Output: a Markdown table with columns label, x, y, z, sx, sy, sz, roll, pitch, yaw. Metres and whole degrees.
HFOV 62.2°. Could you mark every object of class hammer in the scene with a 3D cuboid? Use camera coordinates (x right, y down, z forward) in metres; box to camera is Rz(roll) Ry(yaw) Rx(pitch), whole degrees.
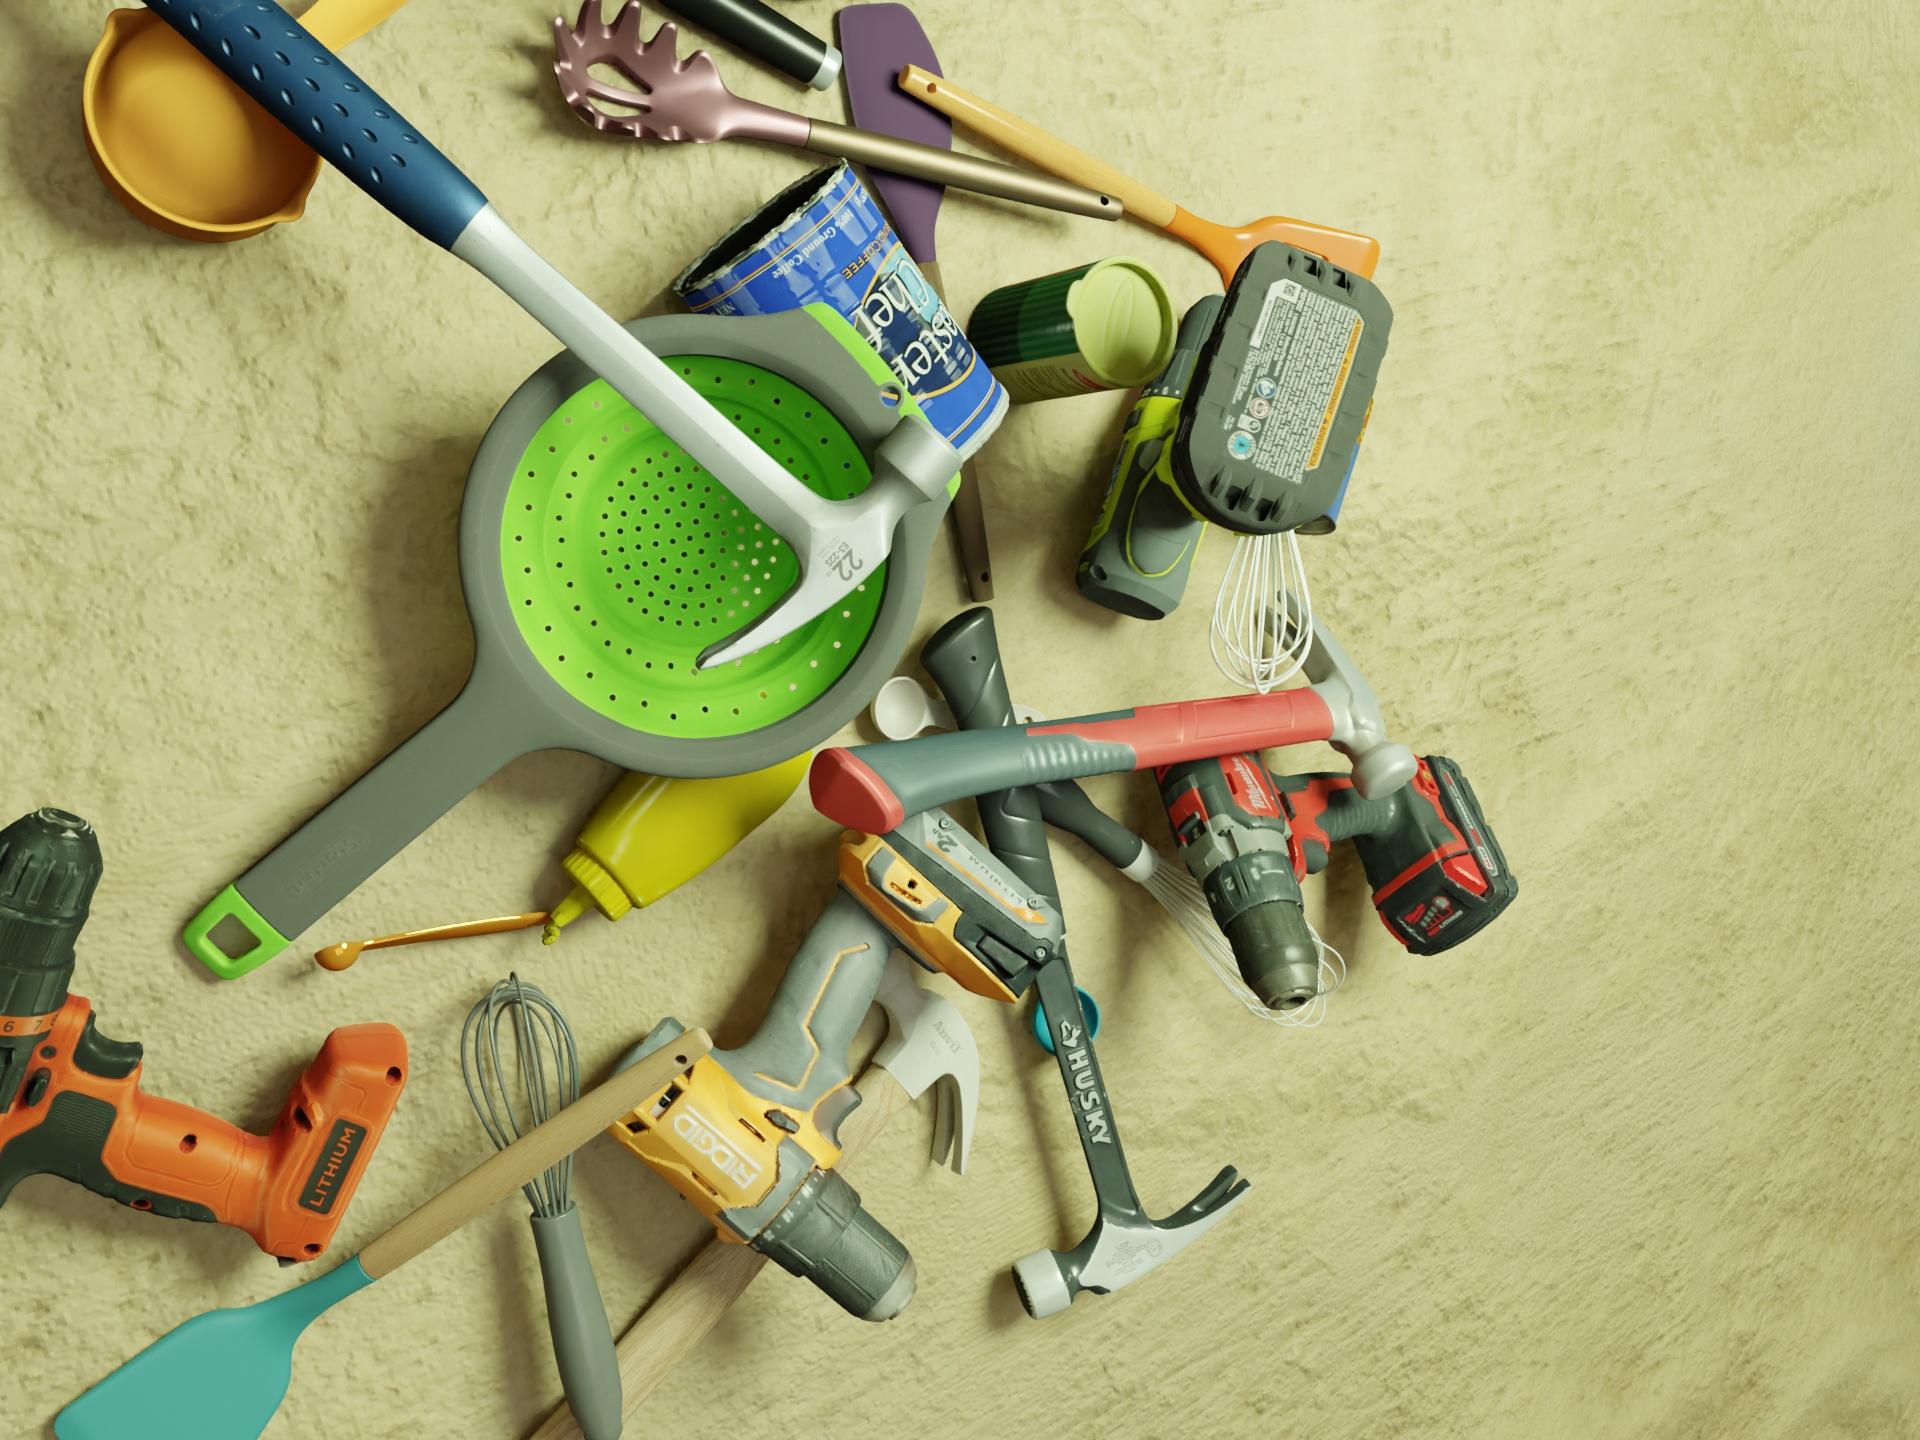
| label | x | y | z | sx | sy | sz | roll | pitch | yaw |
| --- | --- | --- | --- | --- | --- | --- | --- | --- | --- |
| hammer | -0.111 | 0.277 | 0.836 | 0.331 | 0.031 | 0.130 | -46 | 116 | -19 |
| hammer | -0.192 | -0.185 | 0.637 | 0.405 | 0.035 | 0.144 | 41 | 90 | -16 |
| hammer | 0.055 | 0.134 | 0.893 | 0.149 | 0.036 | 0.408 | -18 | 104 | -12 |
| hammer | 0.083 | -0.002 | 0.852 | 0.386 | 0.038 | 0.143 | -7 | 56 | -37 |

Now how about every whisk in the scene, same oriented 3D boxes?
| label | x | y | z | sx | sy | sz | roll | pitch | yaw |
| --- | --- | --- | --- | --- | --- | --- | --- | --- | --- |
| whisk | 0.178 | -0.133 | 0.908 | 0.059 | 0.058 | 0.246 | 35 | 58 | -60 |
| whisk | -0.192 | 0.236 | 0.758 | 0.055 | 0.055 | 0.239 | -14 | 97 | -30 |
| whisk | 0.128 | 0.099 | 0.954 | 0.284 | 0.070 | 0.070 | 37 | 76 | -24 |

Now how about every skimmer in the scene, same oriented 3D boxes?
| label | x | y | z | sx | sy | sz | roll | pitch | yaw |
| --- | --- | --- | --- | --- | --- | --- | --- | --- | --- |
| skimmer | -0.191 | -0.381 | 0.681 | 0.363 | 0.090 | 0.127 | 20 | 75 | -33 |

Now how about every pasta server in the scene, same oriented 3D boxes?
| label | x | y | z | sx | sy | sz | roll | pitch | yaw |
| --- | --- | --- | --- | --- | --- | --- | --- | --- | --- |
| pasta server | -0.050 | -0.291 | 0.797 | 0.316 | 0.040 | 0.060 | 4 | 86 | -27 |

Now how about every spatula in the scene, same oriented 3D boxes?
| label | x | y | z | sx | sy | sz | roll | pitch | yaw |
| --- | --- | --- | --- | --- | --- | --- | --- | --- | --- |
| spatula | 0.105 | -0.294 | 0.898 | 0.322 | 0.041 | 0.081 | 15 | 108 | -34 |
| spatula | -0.013 | -0.219 | 0.852 | 0.059 | 0.018 | 0.316 | -16 | 102 | -29 |
| spatula | -0.243 | 0.236 | 0.710 | 0.317 | 0.044 | 0.082 | -35 | 110 | 0 |

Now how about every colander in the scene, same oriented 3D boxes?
| label | x | y | z | sx | sy | sz | roll | pitch | yaw |
| --- | --- | --- | --- | --- | --- | --- | --- | --- | --- |
| colander | -0.186 | -0.029 | 0.735 | 0.397 | 0.094 | 0.204 | -40 | 106 | -3 |

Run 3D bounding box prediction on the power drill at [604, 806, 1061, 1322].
| label | x | y | z | sx | sy | sz | roll | pitch | yaw |
| --- | --- | --- | --- | --- | --- | --- | --- | --- | --- |
| power drill | -0.045 | 0.168 | 0.798 | 0.185 | 0.084 | 0.226 | 42 | 79 | -1 |

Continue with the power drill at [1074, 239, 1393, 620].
| label | x | y | z | sx | sy | sz | roll | pitch | yaw |
| --- | --- | --- | --- | --- | --- | --- | --- | --- | --- |
| power drill | 0.137 | -0.160 | 0.835 | 0.080 | 0.228 | 0.190 | 21 | 83 | -8 |

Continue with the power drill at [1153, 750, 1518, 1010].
| label | x | y | z | sx | sy | sz | roll | pitch | yaw |
| --- | --- | --- | --- | --- | --- | --- | --- | --- | --- |
| power drill | 0.225 | 0.088 | 0.949 | 0.226 | 0.080 | 0.188 | 10 | 48 | -32 |

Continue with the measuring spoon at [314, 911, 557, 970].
| label | x | y | z | sx | sy | sz | roll | pitch | yaw |
| --- | --- | --- | --- | --- | --- | --- | --- | --- | --- |
| measuring spoon | -0.239 | 0.102 | 0.737 | 0.117 | 0.021 | 0.011 | -5 | 71 | -40 |

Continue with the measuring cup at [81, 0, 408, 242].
| label | x | y | z | sx | sy | sz | roll | pitch | yaw |
| --- | --- | --- | --- | --- | --- | --- | --- | --- | --- |
| measuring cup | -0.283 | -0.270 | 0.662 | 0.174 | 0.052 | 0.095 | -50 | 117 | -20 |

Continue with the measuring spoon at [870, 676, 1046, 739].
| label | x | y | z | sx | sy | sz | roll | pitch | yaw |
| --- | --- | --- | --- | --- | --- | --- | --- | --- | --- |
| measuring spoon | -0.001 | -0.003 | 0.887 | 0.124 | 0.018 | 0.034 | 7 | 91 | -39 |

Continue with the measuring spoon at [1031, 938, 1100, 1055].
| label | x | y | z | sx | sy | sz | roll | pitch | yaw |
| --- | --- | --- | --- | --- | --- | --- | --- | --- | --- |
| measuring spoon | 0.050 | 0.133 | 0.932 | 0.042 | 0.021 | 0.128 | -13 | 93 | -15 |
